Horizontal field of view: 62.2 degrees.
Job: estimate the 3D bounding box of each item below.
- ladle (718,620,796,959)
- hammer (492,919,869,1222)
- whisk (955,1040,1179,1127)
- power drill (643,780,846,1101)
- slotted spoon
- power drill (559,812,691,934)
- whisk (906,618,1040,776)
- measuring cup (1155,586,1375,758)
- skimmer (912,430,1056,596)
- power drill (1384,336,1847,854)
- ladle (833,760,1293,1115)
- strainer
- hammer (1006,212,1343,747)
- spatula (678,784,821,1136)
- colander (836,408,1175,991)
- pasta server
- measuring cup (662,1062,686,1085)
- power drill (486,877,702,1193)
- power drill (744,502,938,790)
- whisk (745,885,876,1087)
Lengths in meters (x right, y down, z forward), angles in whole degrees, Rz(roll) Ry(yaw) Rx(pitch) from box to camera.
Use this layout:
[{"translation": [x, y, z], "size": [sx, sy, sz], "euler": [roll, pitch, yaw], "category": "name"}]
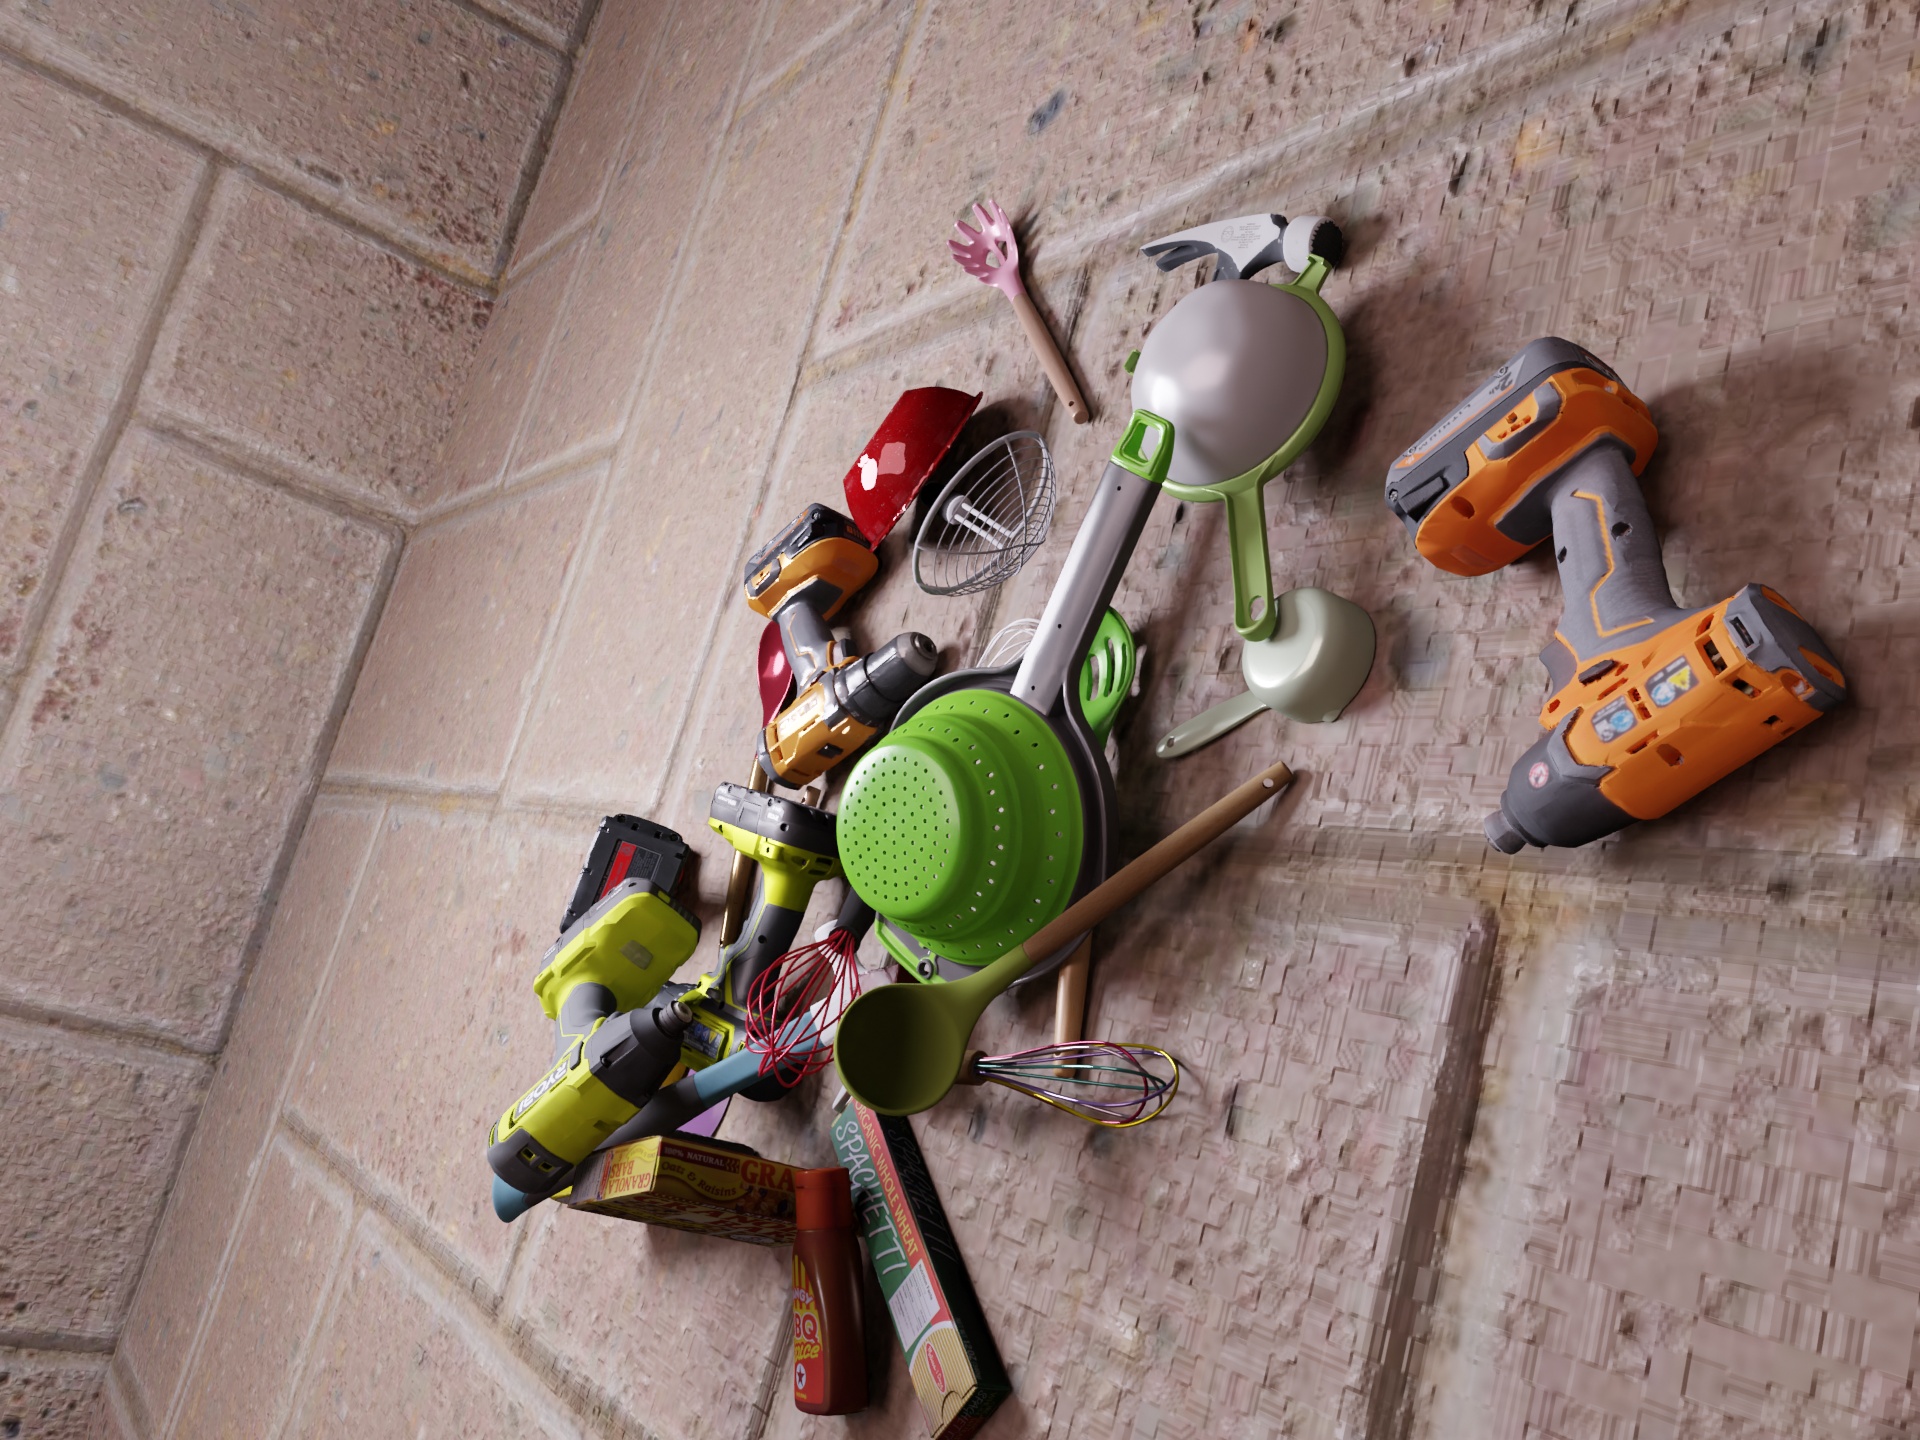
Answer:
[{"translation": [-0.182, 0.060, 1.420], "size": [0.069, 0.031, 0.316], "euler": [-19, 57, 53], "category": "ladle"}, {"translation": [-0.201, 0.276, 1.164], "size": [0.331, 0.033, 0.128], "euler": [-29, 64, 7], "category": "hammer"}, {"translation": [0.026, 0.214, 0.959], "size": [0.245, 0.051, 0.047], "euler": [-6, 74, 41], "category": "whisk"}, {"translation": [-0.178, 0.171, 1.276], "size": [0.191, 0.080, 0.228], "euler": [13, 85, 49], "category": "power drill"}, {"translation": [0.080, 0.071, 1.023], "size": [0.070, 0.031, 0.314], "euler": [-17, 59, 47], "category": "slotted spoon"}, {"translation": [-0.291, 0.160, 1.409], "size": [0.219, 0.078, 0.143], "euler": [127, 163, -78], "category": "power drill"}, {"translation": [-0.002, -0.004, 1.181], "size": [0.246, 0.058, 0.059], "euler": [-38, 7, 42], "category": "whisk"}, {"translation": [0.166, -0.021, 0.939], "size": [0.167, 0.038, 0.083], "euler": [-33, 45, 39], "category": "measuring cup"}, {"translation": [-0.009, -0.165, 1.167], "size": [0.127, 0.090, 0.363], "euler": [-52, 18, 4], "category": "skimmer"}, {"translation": [0.285, -0.053, 0.750], "size": [0.164, 0.084, 0.227], "euler": [-44, 43, 34], "category": "power drill"}, {"translation": [0.059, 0.123, 0.925], "size": [0.320, 0.078, 0.062], "euler": [-37, -6, 11], "category": "ladle"}, {"translation": [0.153, -0.168, 0.948], "size": [0.151, 0.069, 0.257], "euler": [-22, 54, 35], "category": "strainer"}, {"translation": [0.110, -0.154, 1.060], "size": [0.149, 0.036, 0.409], "euler": [21, 84, 47], "category": "hammer"}, {"translation": [-0.174, 0.205, 1.324], "size": [0.060, 0.018, 0.316], "euler": [14, 83, 45], "category": "spatula"}, {"translation": [0.021, -0.006, 0.969], "size": [0.205, 0.094, 0.397], "euler": [35, 110, 36], "category": "colander"}, {"translation": [0.051, -0.337, 1.311], "size": [0.060, 0.040, 0.317], "euler": [-40, 41, 20], "category": "pasta server"}, {"translation": [-0.275, 0.313, 1.410], "size": [0.156, 0.029, 0.062], "euler": [-49, 34, 47], "category": "measuring cup"}, {"translation": [-0.252, 0.215, 1.151], "size": [0.171, 0.080, 0.223], "euler": [-42, 21, 12], "category": "power drill"}, {"translation": [-0.102, -0.076, 1.339], "size": [0.185, 0.084, 0.226], "euler": [-36, 47, 31], "category": "power drill"}, {"translation": [-0.083, 0.157, 1.078], "size": [0.073, 0.073, 0.296], "euler": [-54, 2, 20], "category": "whisk"}]
